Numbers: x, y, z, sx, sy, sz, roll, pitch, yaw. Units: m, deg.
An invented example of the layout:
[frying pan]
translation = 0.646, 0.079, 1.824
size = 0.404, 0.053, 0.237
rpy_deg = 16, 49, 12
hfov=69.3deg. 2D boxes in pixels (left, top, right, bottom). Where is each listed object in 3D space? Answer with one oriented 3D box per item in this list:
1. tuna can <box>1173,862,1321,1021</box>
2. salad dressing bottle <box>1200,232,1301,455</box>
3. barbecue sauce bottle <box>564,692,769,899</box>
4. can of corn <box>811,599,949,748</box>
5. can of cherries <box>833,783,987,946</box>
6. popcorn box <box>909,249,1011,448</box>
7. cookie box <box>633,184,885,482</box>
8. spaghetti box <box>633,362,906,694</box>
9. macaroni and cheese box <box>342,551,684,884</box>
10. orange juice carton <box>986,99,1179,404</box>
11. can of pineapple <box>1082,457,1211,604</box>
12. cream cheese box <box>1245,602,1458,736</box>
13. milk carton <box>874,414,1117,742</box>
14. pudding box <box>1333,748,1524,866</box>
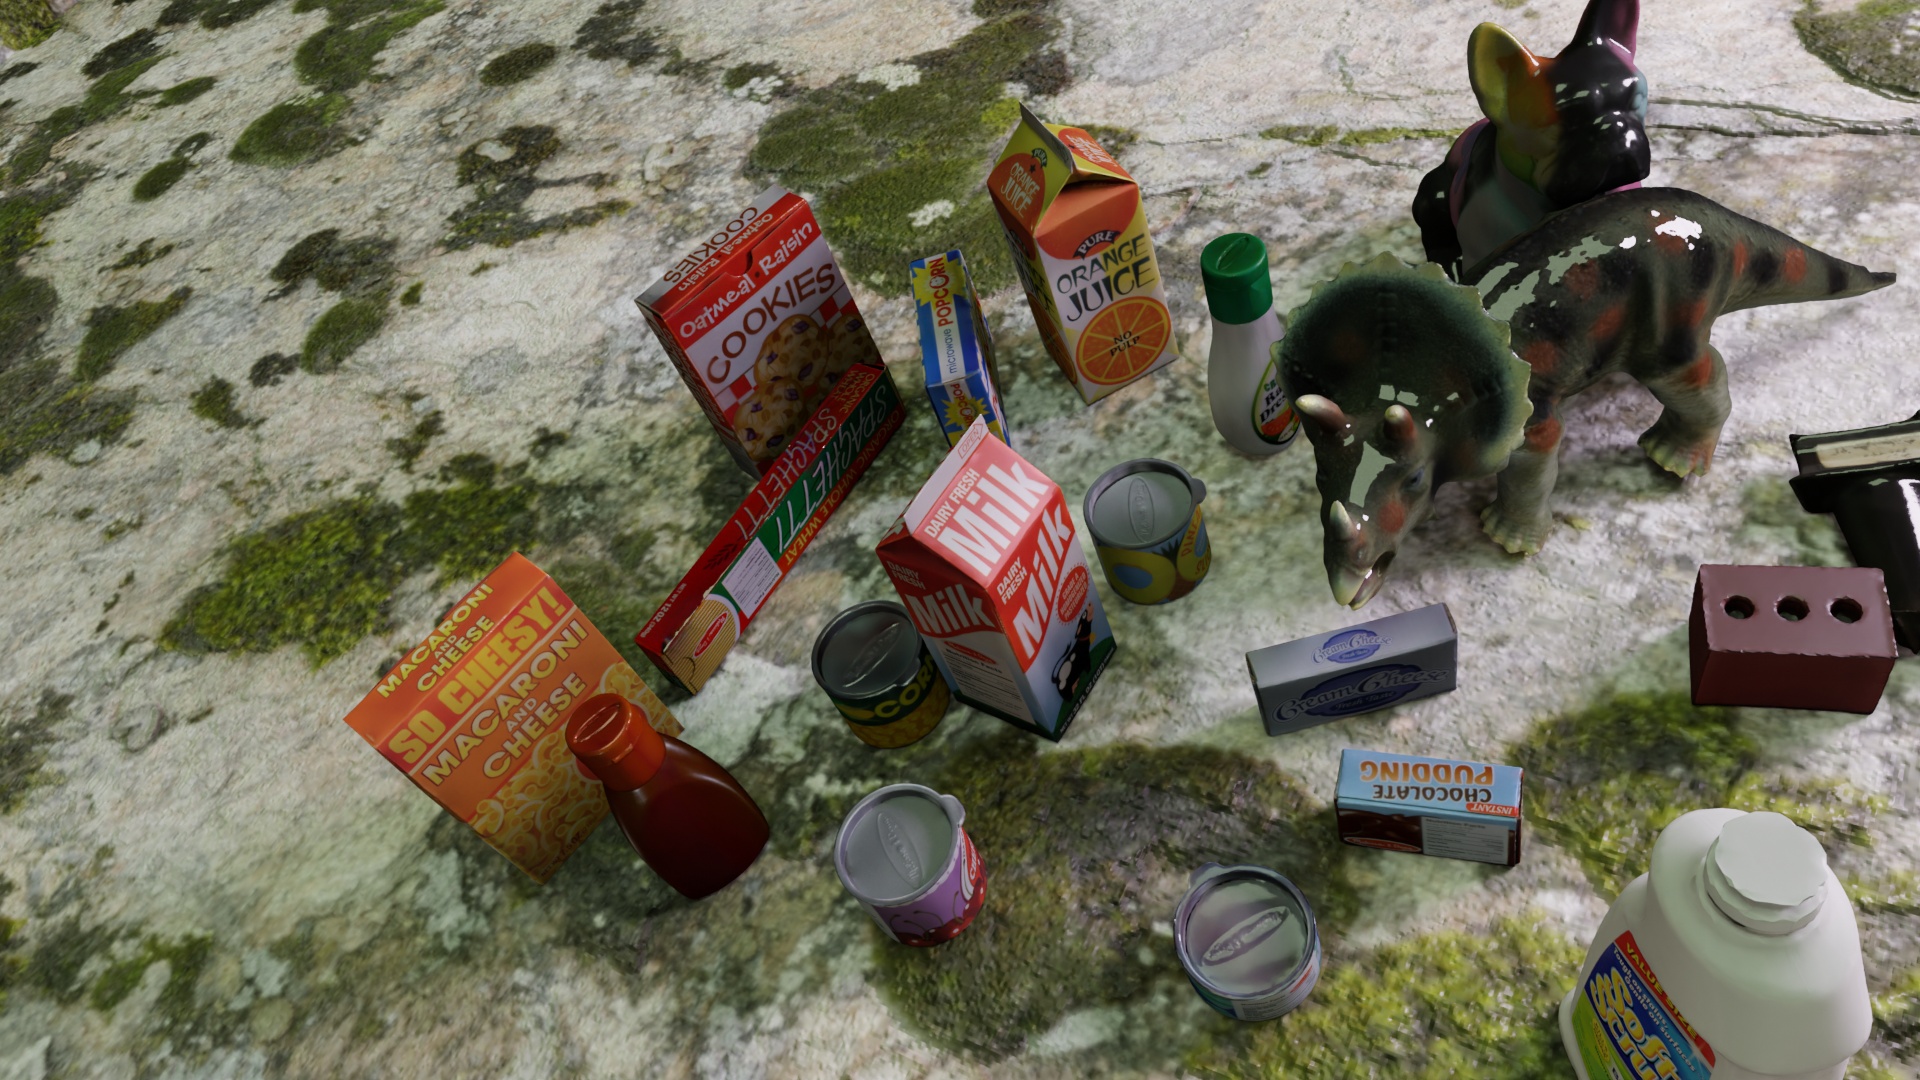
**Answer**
[tuna can]
translation = 0.135, 0.189, 0.658
size = 0.071, 0.032, 0.071
rpy_deg = -10, 50, 13
[salad dressing bottle]
translation = 0.169, -0.113, 0.813
size = 0.044, 0.147, 0.064
rpy_deg = 27, 66, 36
[barbecue sauce bottle]
translation = -0.157, 0.134, 0.736
size = 0.065, 0.148, 0.044
rpy_deg = -40, 50, -12
[can of corn]
translation = -0.043, 0.078, 0.798
size = 0.071, 0.058, 0.071
rpy_deg = -11, 50, 13
[can of cherries]
translation = -0.022, 0.167, 0.718
size = 0.071, 0.058, 0.072
rpy_deg = -11, 50, 13
[popcorn box]
translation = 0.000, -0.120, 0.925
size = 0.038, 0.085, 0.127
rpy_deg = -16, 49, 9
[cookie box]
translation = -0.126, -0.133, 0.928
size = 0.040, 0.166, 0.123
rpy_deg = 32, 69, 37
[spaghetti box]
translation = -0.117, -0.014, 0.906
size = 0.029, 0.050, 0.251
rpy_deg = 18, 61, 32
[macaroni and cheese box]
translation = -0.244, 0.103, 0.782
size = 0.040, 0.165, 0.124
rpy_deg = 26, 66, 35
[orange juice carton]
translation = 0.075, -0.184, 0.876
size = 0.073, 0.191, 0.072
rpy_deg = -28, 48, -2
[can of pineapple]
translation = 0.111, -0.005, 0.807
size = 0.071, 0.057, 0.071
rpy_deg = -11, 50, 13
[cream cheese box]
translation = 0.203, 0.068, 0.717
size = 0.104, 0.053, 0.024
rpy_deg = -15, 49, 9
[milk carton]
translation = 0.018, 0.021, 0.733
size = 0.073, 0.189, 0.072
rpy_deg = 19, 62, 32
[pudding box]
translation = 0.223, 0.127, 0.663
size = 0.083, 0.049, 0.030
rpy_deg = 3, 54, 23
